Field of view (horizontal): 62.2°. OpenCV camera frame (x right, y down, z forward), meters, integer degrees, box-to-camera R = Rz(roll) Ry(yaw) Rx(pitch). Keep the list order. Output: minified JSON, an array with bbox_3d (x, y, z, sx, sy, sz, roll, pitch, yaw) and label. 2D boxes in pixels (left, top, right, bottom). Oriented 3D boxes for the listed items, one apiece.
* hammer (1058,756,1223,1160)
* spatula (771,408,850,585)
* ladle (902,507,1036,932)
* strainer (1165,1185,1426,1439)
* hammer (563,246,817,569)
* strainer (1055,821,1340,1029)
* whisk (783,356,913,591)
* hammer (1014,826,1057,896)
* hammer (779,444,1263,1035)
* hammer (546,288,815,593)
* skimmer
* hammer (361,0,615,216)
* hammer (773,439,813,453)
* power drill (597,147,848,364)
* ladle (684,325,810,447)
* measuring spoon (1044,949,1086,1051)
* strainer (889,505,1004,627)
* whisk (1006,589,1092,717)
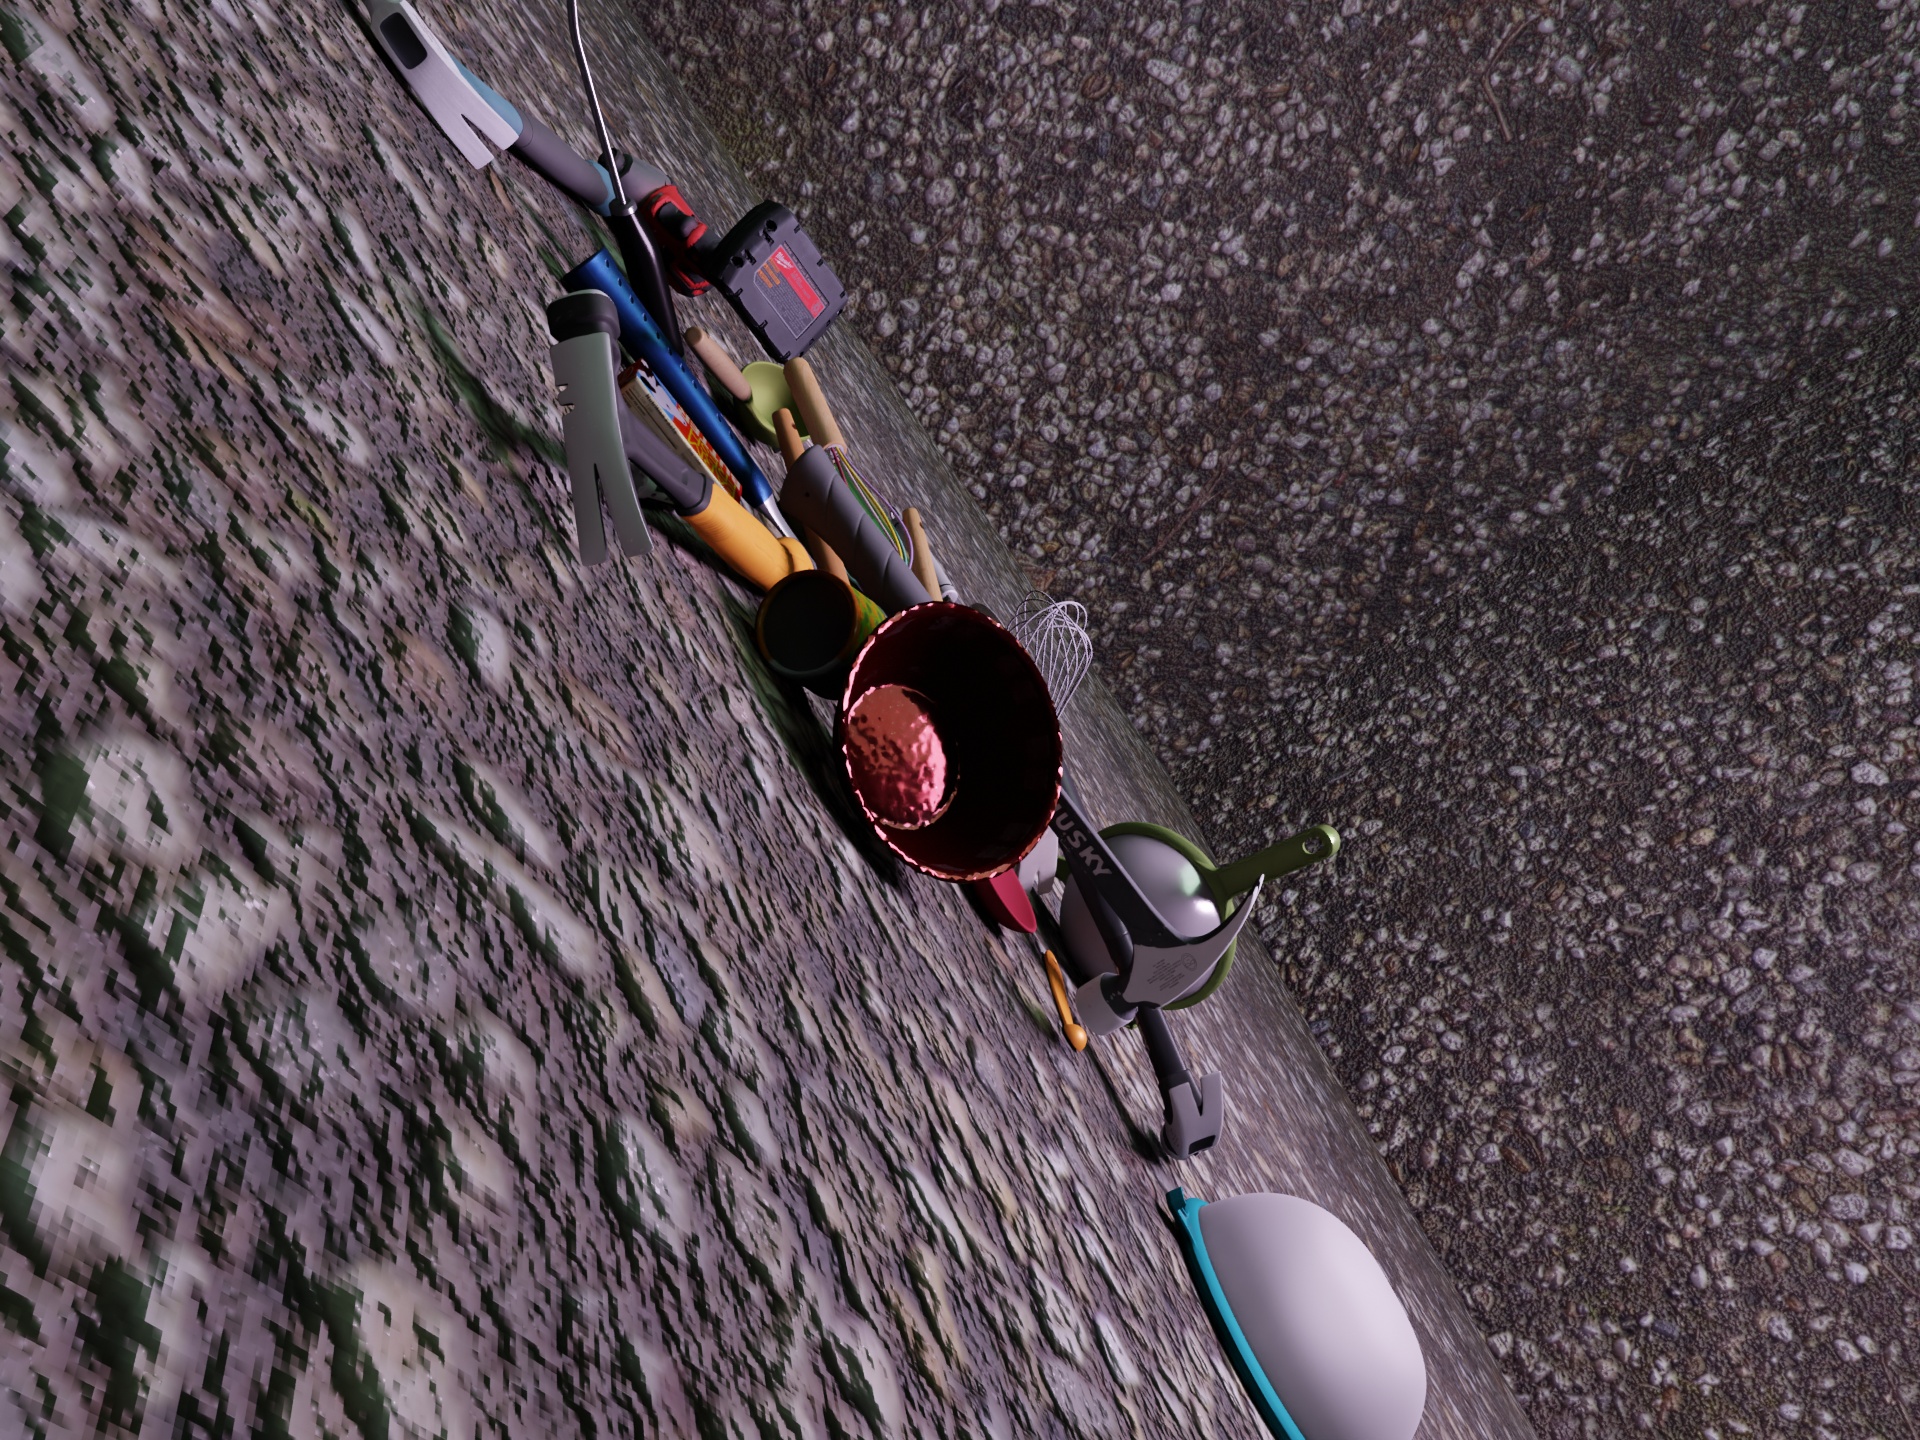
[{"bbox_3d":[0.105,0.138,1.117,0.146,0.035,0.335,86,-15,-67],"label":"hammer"},{"bbox_3d":[-0.063,-0.062,1.037,0.081,0.041,0.323,6,62,-63],"label":"spatula"},{"bbox_3d":[-0.002,-0.003,1.093,0.069,0.031,0.316,30,44,-67],"label":"ladle"},{"bbox_3d":[0.259,0.431,0.987,0.341,0.095,0.210,61,9,34],"label":"strainer"},{"bbox_3d":[-0.131,-0.145,1.098,0.405,0.035,0.144,54,9,-21],"label":"hammer"},{"bbox_3d":[0.163,0.136,1.171,0.069,0.256,0.151,-19,81,-49],"label":"strainer"},{"bbox_3d":[-0.089,-0.178,1.160,0.047,0.051,0.245,85,-16,-56],"label":"whisk"},{"bbox_3d":[-0.012,-0.029,1.258,0.411,0.038,0.146,-122,-156,-53],"label":"hammer"},{"bbox_3d":[0.024,0.001,0.984,0.409,0.149,0.036,53,27,-2],"label":"hammer"},{"bbox_3d":[-0.136,-0.109,0.871,0.336,0.034,0.127,41,38,-76],"label":"hammer"},{"bbox_3d":[-0.258,-0.374,1.000,0.127,0.090,0.362,-119,-166,-48],"label":"skimmer"},{"bbox_3d":[-0.305,-0.407,1.086,0.128,0.033,0.331,56,8,2],"label":"hammer"},{"bbox_3d":[-0.059,-0.140,1.496,0.358,0.036,0.149,54,9,-20],"label":"hammer"},{"bbox_3d":[-0.201,-0.379,1.270,0.220,0.078,0.143,36,-8,38],"label":"power drill"},{"bbox_3d":[-0.157,-0.256,1.179,0.078,0.062,0.320,54,2,0],"label":"ladle"},{"bbox_3d":[0.073,0.190,1.101,0.021,0.011,0.117,54,9,-22],"label":"measuring spoon"},{"bbox_3d":[-0.011,-0.099,1.346,0.086,0.050,0.259,97,-29,-46],"label":"strainer"},{"bbox_3d":[0.060,0.004,1.247,0.284,0.070,0.070,94,-25,-51],"label":"whisk"}]
